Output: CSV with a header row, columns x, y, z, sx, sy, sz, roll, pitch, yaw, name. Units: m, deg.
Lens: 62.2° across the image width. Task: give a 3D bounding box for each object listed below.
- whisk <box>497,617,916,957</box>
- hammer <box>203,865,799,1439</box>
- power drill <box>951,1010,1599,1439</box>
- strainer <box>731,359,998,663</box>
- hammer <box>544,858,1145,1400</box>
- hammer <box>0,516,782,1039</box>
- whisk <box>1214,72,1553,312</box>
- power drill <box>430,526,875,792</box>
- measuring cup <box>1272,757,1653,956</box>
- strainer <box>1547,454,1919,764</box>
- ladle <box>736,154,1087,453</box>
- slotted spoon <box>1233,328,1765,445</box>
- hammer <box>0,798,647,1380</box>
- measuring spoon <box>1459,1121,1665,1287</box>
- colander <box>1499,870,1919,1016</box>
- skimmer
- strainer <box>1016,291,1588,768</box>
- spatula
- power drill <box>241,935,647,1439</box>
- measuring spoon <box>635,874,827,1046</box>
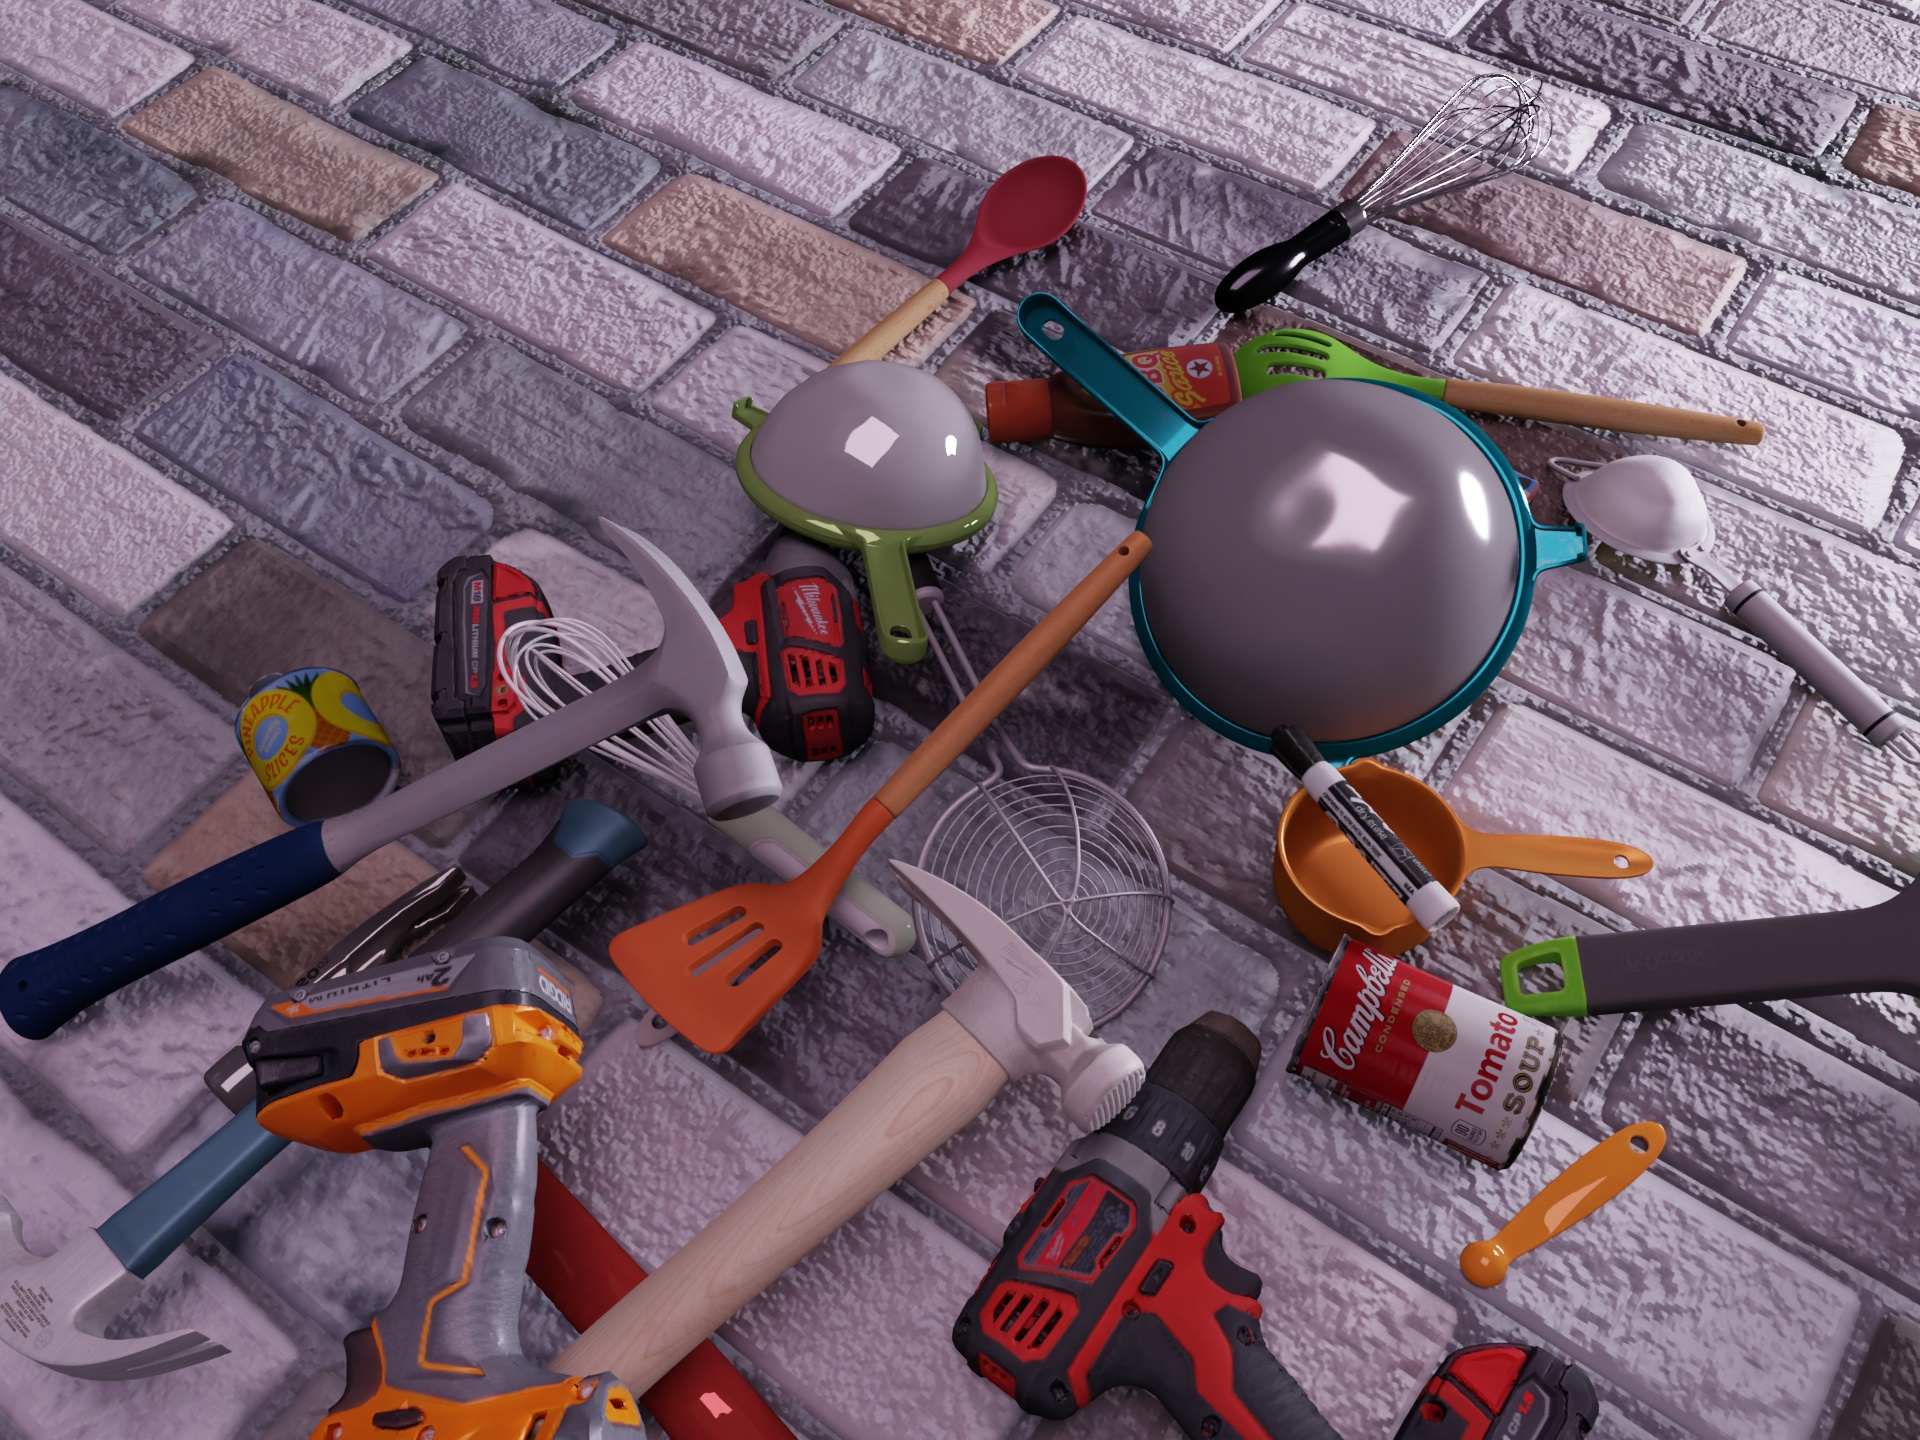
x,y,z,sx,sy,sz,roll,pitch,yaw,name
-0.120,0.034,0.764,0.246,0.057,0.059,39,38,-4,whisk
-0.175,0.217,0.701,0.359,0.036,0.149,36,66,24,hammer
0.134,0.239,0.647,0.227,0.080,0.188,29,62,24,power drill
-0.040,-0.128,0.849,0.151,0.069,0.257,3,37,-13,strainer
-0.120,0.230,0.640,0.410,0.038,0.146,-40,62,-14,hammer
-0.278,0.048,0.727,0.405,0.035,0.144,-25,75,14,hammer
0.275,-0.343,1.038,0.284,0.070,0.070,-35,61,-13,whisk
-0.160,-0.039,0.849,0.219,0.078,0.143,-7,57,-4,power drill
0.236,0.074,0.763,0.173,0.052,0.095,3,57,3,measuring cup
0.419,-0.074,0.858,0.087,0.050,0.259,-21,60,-27,strainer
-0.029,-0.262,1.016,0.069,0.031,0.315,34,66,26,ladle
0.315,-0.195,0.951,0.314,0.031,0.070,10,57,8,slotted spoon
-0.277,0.150,0.712,0.128,0.033,0.331,35,65,25,hammer
0.265,0.208,0.694,0.117,0.011,0.021,-30,60,-16,measuring spoon
0.453,0.113,0.713,0.397,0.094,0.205,-9,55,19,colander
-0.001,-0.003,0.841,0.127,0.090,0.364,-14,46,-13,skimmer
0.138,-0.133,0.825,0.211,0.095,0.341,-46,69,4,strainer
-0.021,0.020,0.742,0.081,0.041,0.322,37,76,28,spatula
-0.213,0.211,0.602,0.164,0.084,0.227,-15,63,1,power drill
-0.111,0.113,0.776,0.034,0.018,0.124,38,66,24,measuring spoon
